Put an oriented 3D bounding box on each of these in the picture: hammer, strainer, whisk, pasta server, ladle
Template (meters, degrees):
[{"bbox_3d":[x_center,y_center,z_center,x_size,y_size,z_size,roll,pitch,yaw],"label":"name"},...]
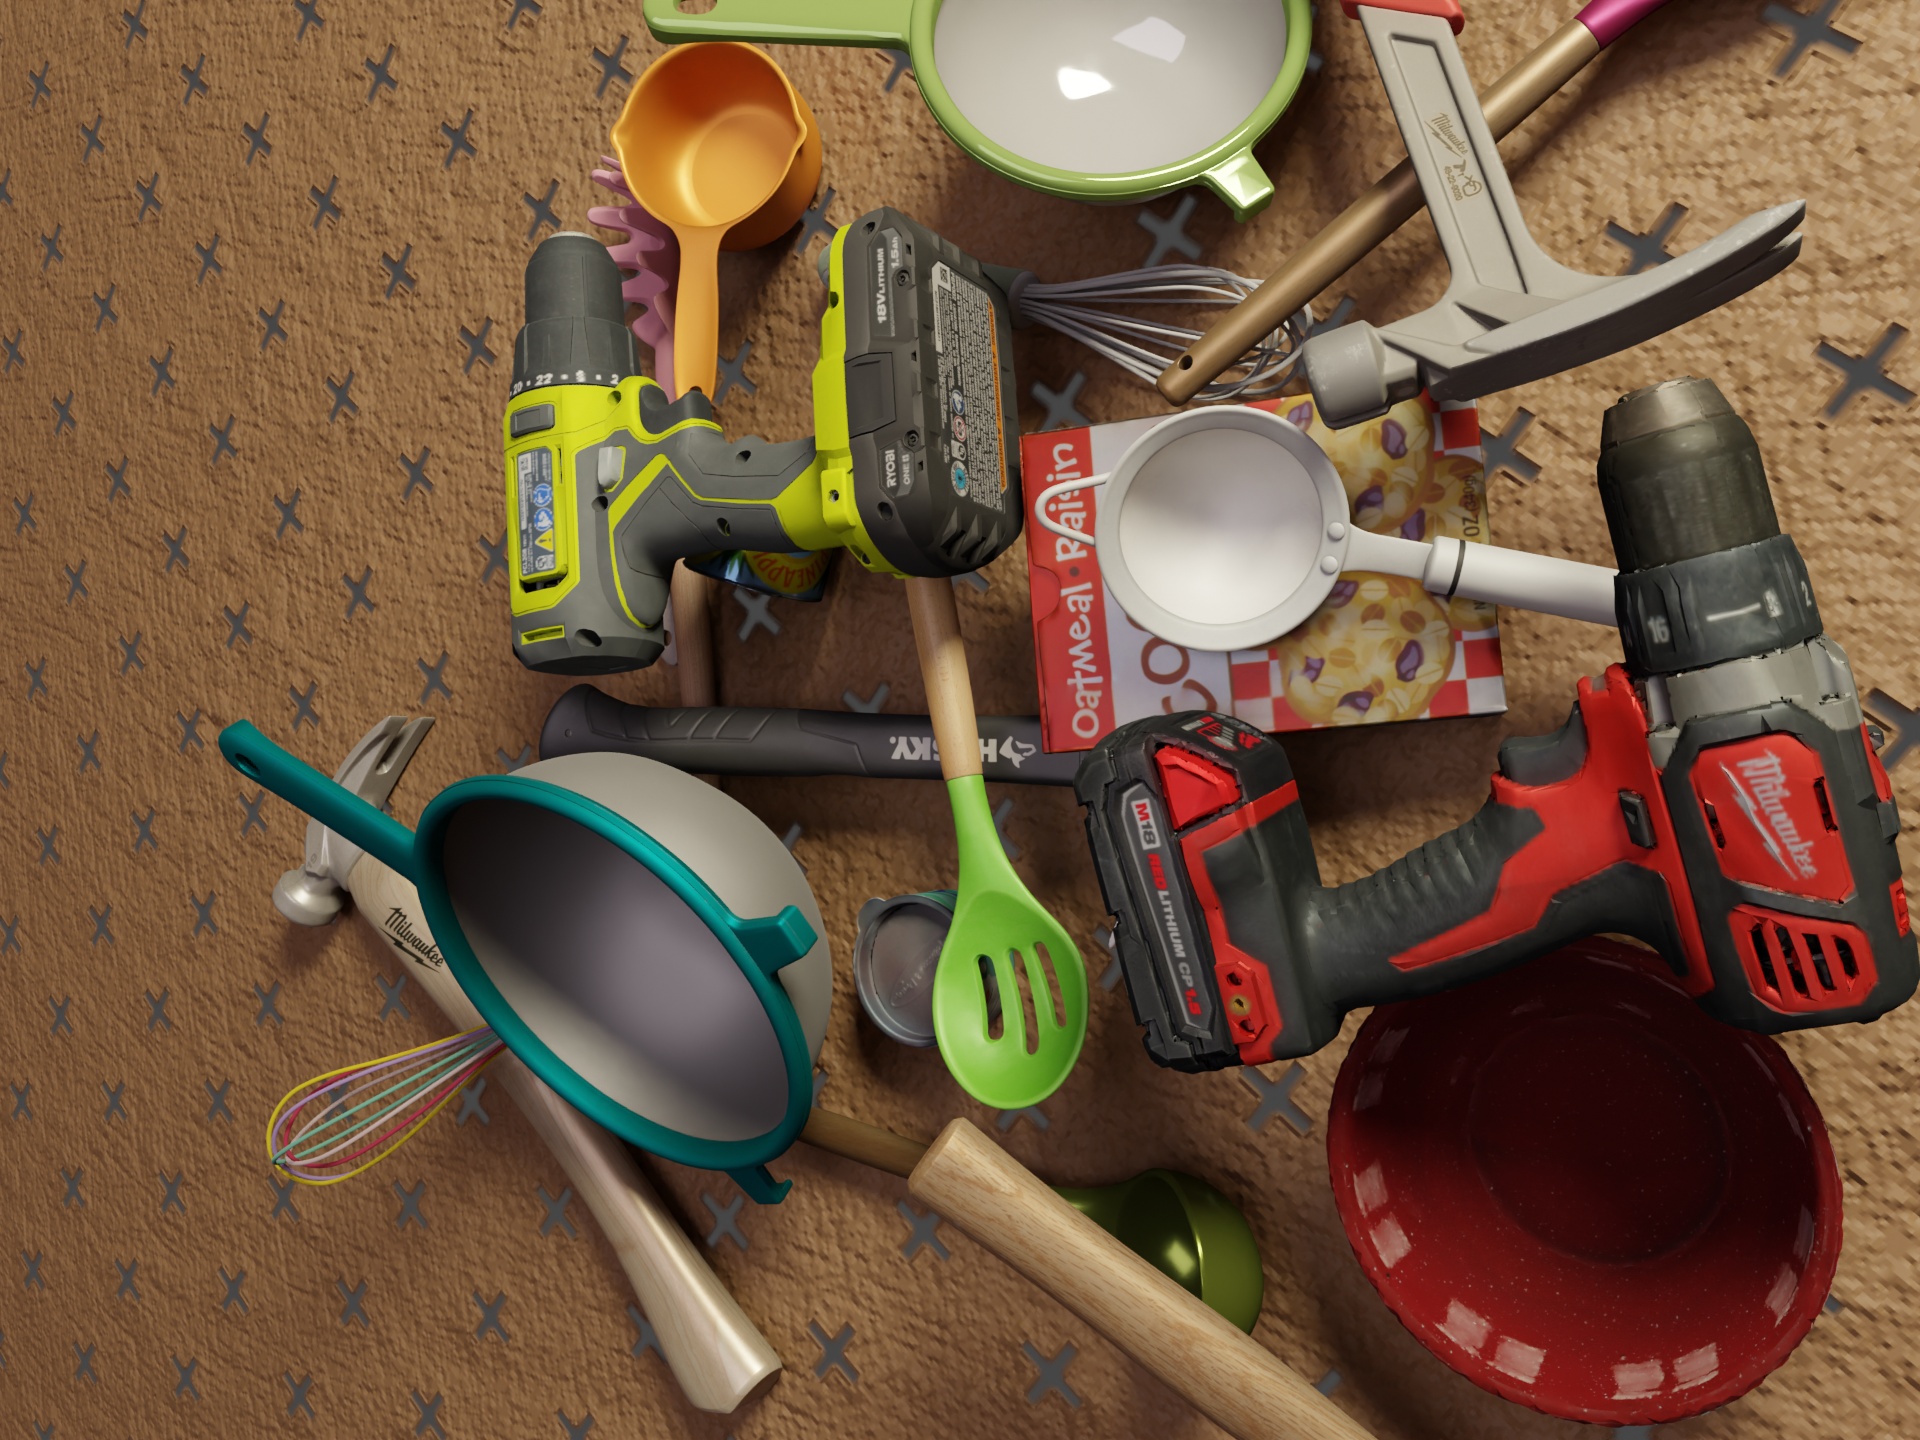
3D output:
[{"bbox_3d":[-0.052,0.016,0.707,0.335,0.035,0.146,1,90,27],"label":"hammer"},{"bbox_3d":[-0.185,0.063,0.724,0.340,0.095,0.210,27,135,19],"label":"strainer"},{"bbox_3d":[0.006,-0.257,0.628,0.256,0.069,0.151,6,73,8],"label":"strainer"},{"bbox_3d":[-0.240,0.158,0.788,0.245,0.051,0.047,-31,66,3],"label":"whisk"},{"bbox_3d":[0.034,-0.176,0.667,0.246,0.057,0.059,20,66,33],"label":"whisk"},{"bbox_3d":[0.153,-0.278,0.553,0.149,0.036,0.359,-18,68,18],"label":"hammer"},{"bbox_3d":[-0.145,-0.116,0.779,0.060,0.040,0.316,172,93,-66],"label":"pasta server"},{"bbox_3d":[0.155,-0.053,0.539,0.258,0.050,0.086,12,114,9],"label":"strainer"},{"bbox_3d":[-0.016,0.198,0.689,0.320,0.062,0.078,9,99,34],"label":"ladle"},{"bbox_3d":[0.123,0.250,0.558,0.331,0.031,0.130,36,106,7],"label":"hammer"},{"bbox_3d":[-0.222,0.175,0.829,0.411,0.038,0.146,45,111,23],"label":"hammer"}]

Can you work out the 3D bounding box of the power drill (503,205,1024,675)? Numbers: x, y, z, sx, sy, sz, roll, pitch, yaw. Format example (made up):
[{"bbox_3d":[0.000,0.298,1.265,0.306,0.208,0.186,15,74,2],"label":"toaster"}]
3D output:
[{"bbox_3d":[-0.096,-0.126,0.651,0.228,0.080,0.190,-7,82,29],"label":"power drill"}]

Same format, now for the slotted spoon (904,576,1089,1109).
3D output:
[{"bbox_3d":[-0.001,-0.002,0.648,0.070,0.031,0.314,-15,81,26],"label":"slotted spoon"}]

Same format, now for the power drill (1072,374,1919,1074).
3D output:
[{"bbox_3d":[0.155,0.012,0.494,0.227,0.080,0.188,-15,90,28],"label":"power drill"}]

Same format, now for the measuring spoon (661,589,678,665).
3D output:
[{"bbox_3d":[-0.166,-0.085,0.803,0.034,0.018,0.124,-27,77,29],"label":"measuring spoon"}]

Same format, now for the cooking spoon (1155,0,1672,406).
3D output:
[{"bbox_3d":[0.194,-0.218,0.550,0.319,0.017,0.069,-39,62,15],"label":"cooking spoon"}]

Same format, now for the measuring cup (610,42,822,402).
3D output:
[{"bbox_3d":[-0.111,-0.221,0.739,0.095,0.052,0.173,4,92,14],"label":"measuring cup"}]
